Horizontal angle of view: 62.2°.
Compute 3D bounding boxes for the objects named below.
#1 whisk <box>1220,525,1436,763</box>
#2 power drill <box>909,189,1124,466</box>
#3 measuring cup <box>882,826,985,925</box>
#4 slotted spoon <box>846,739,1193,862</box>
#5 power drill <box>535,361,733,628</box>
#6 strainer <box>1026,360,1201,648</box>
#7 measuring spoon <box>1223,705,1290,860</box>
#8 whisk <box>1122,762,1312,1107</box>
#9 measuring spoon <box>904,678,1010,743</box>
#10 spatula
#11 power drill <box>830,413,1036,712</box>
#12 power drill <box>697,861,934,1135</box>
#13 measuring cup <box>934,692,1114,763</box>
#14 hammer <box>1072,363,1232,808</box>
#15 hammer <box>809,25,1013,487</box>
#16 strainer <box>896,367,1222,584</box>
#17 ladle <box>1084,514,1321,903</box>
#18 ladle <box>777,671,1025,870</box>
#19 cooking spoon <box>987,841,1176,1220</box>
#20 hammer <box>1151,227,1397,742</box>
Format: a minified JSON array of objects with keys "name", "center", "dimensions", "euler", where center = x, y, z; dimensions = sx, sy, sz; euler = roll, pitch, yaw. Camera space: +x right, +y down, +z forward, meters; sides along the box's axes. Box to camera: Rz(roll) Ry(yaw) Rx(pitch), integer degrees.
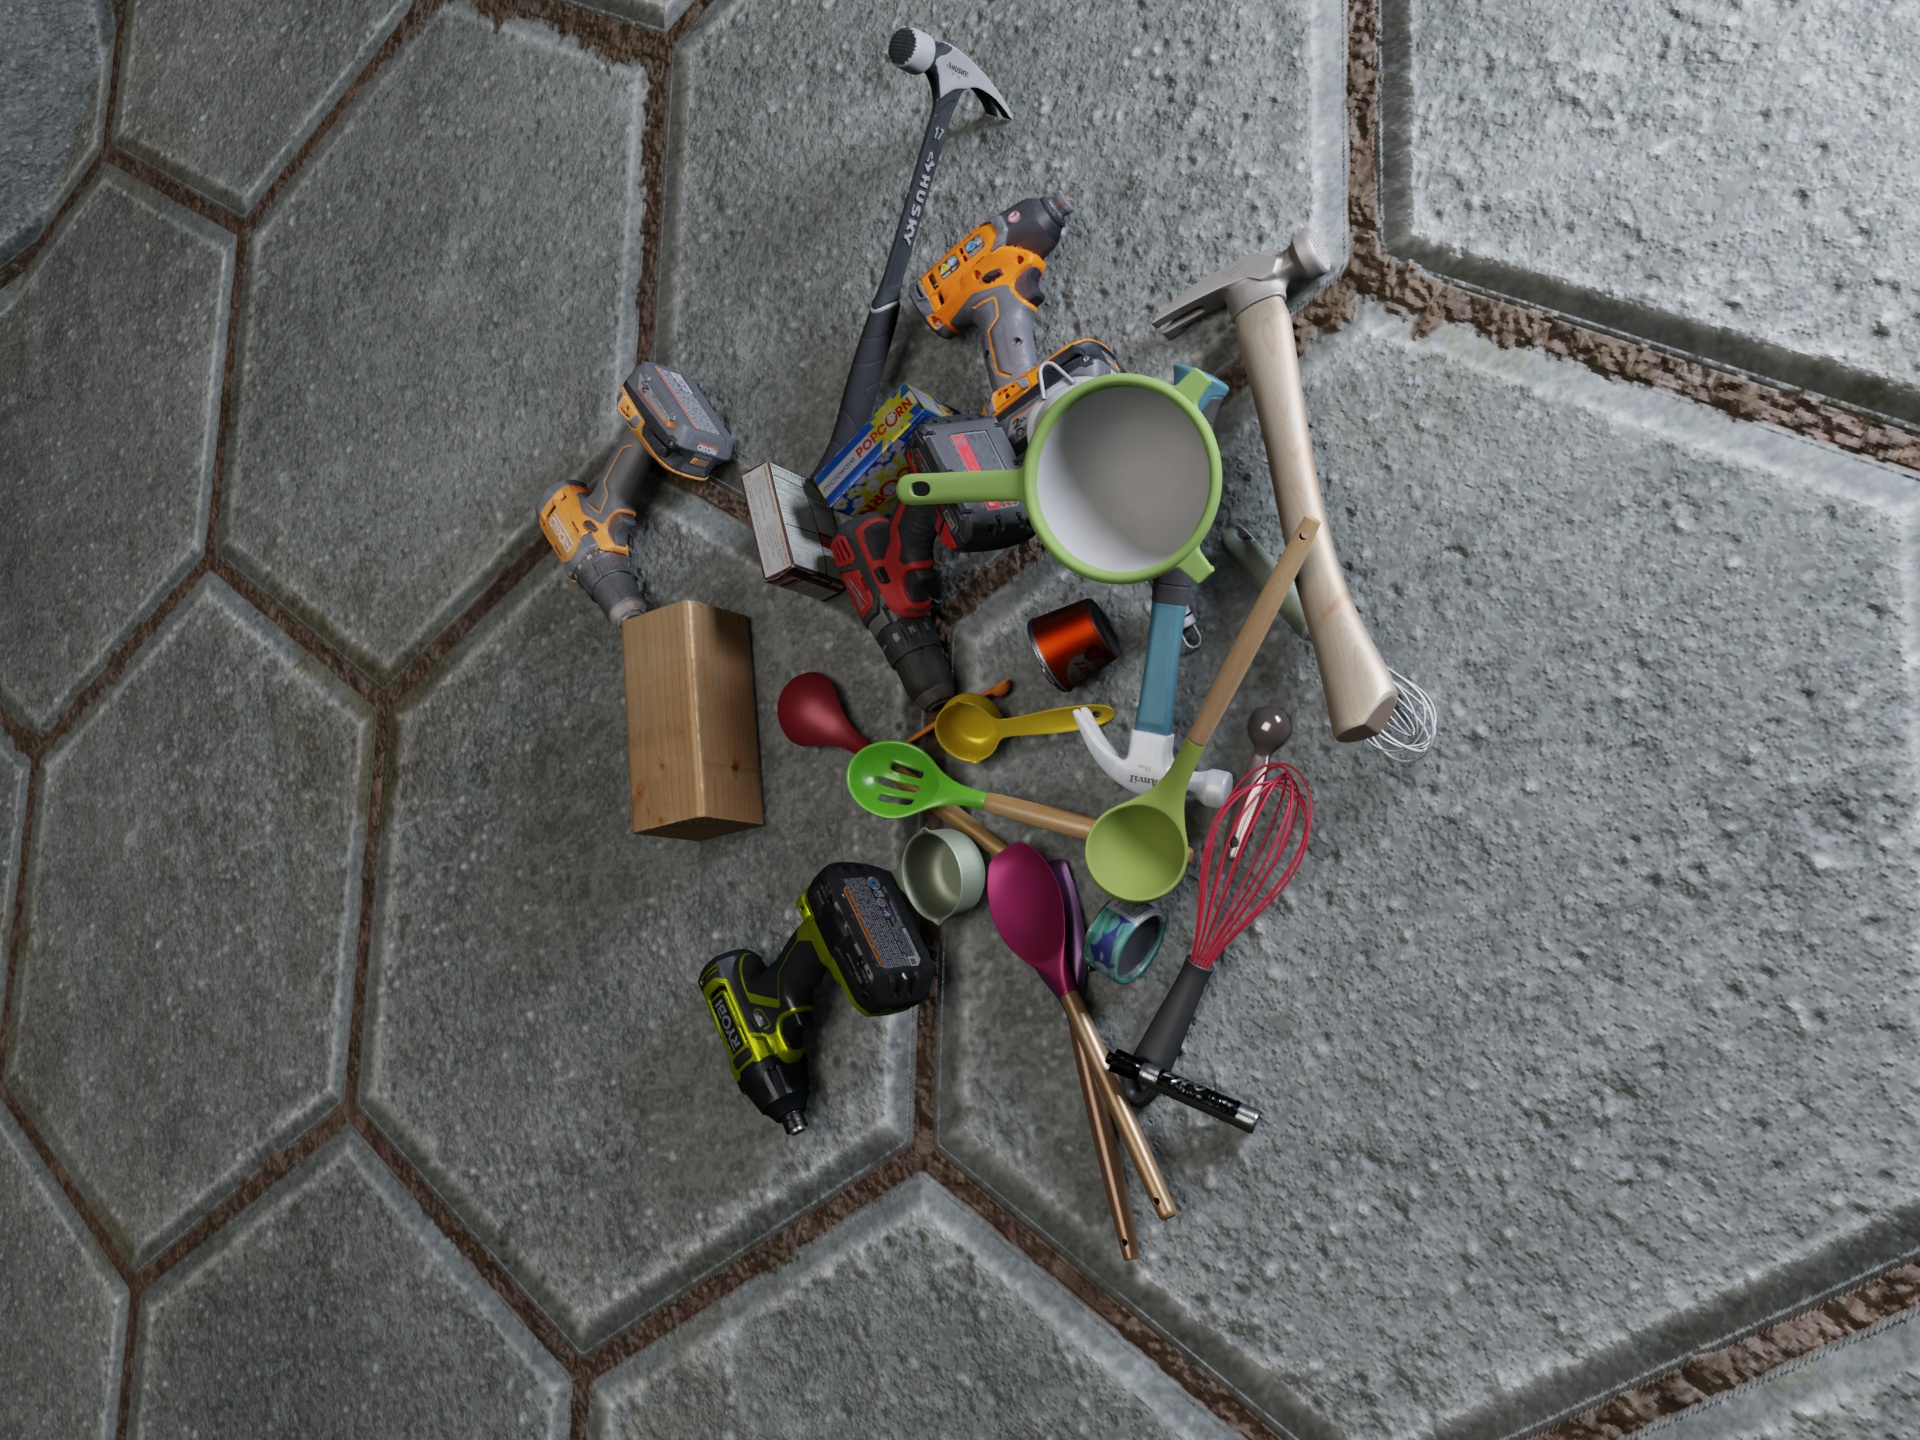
[{"name":"whisk","center":[0.270,-0.063,1.189],"dimensions":[0.247,0.057,0.059],"euler":[55,140,32]},{"name":"power drill","center":[0.061,-0.338,1.355],"dimensions":[0.164,0.084,0.227],"euler":[-35,61,22]},{"name":"measuring cup","center":[-0.040,0.134,1.374],"dimensions":[0.167,0.038,0.083],"euler":[-12,86,50]},{"name":"slotted spoon","center":[0.044,0.075,1.311],"dimensions":[0.314,0.031,0.070],"euler":[13,71,28]},{"name":"power drill","center":[-0.325,-0.219,1.595],"dimensions":[0.226,0.084,0.185],"euler":[-47,60,23]},{"name":"strainer","center":[0.127,-0.171,1.256],"dimensions":[0.087,0.050,0.258],"euler":[-29,94,8]},{"name":"measuring spoon","center":[0.221,0.048,1.217],"dimensions":[0.034,0.018,0.124],"euler":[17,93,35]},{"name":"whisk","center":[0.189,0.166,1.200],"dimensions":[0.073,0.073,0.295],"euler":[32,107,33]},{"name":"measuring spoon","center":[-0.002,-0.004,1.378],"dimensions":[0.117,0.021,0.011],"euler":[-31,96,26]},{"name":"spatula","center":[0.097,0.266,1.264],"dimensions":[0.060,0.018,0.316],"euler":[-24,68,29]},{"name":"power drill","center":[-0.021,-0.129,1.338],"dimensions":[0.226,0.080,0.188],"euler":[-45,65,51]},{"name":"power drill","center":[-0.128,0.240,1.374],"dimensions":[0.223,0.080,0.171],"euler":[-45,60,33]},{"name":"measuring cup","center":[0.055,-0.002,1.333],"dimensions":[0.156,0.029,0.062],"euler":[-7,115,19]},{"name":"hammer","center":[0.164,-0.104,1.220],"dimensions":[0.128,0.033,0.331],"euler":[10,100,22]},{"name":"hammer","center":[-0.060,-0.394,1.434],"dimensions":[0.036,0.149,0.409],"euler":[28,107,35]},{"name":"strainer","center":[0.078,-0.178,1.193],"dimensions":[0.256,0.069,0.151],"euler":[1,98,25]},{"name":"ladle","center":[0.183,-0.004,1.168],"dimensions":[0.078,0.062,0.320],"euler":[29,111,11]},{"name":"ladle","center":[-0.060,0.045,1.404],"dimensions":[0.316,0.031,0.069],"euler":[34,100,31]},{"name":"cooking spoon","center":[0.096,0.238,1.249],"dimensions":[0.068,0.017,0.319],"euler":[-37,61,25]},{"name":"hammer","center":[0.244,-0.173,1.195],"dimensions":[0.146,0.038,0.411],"euler":[-23,62,31]}]
